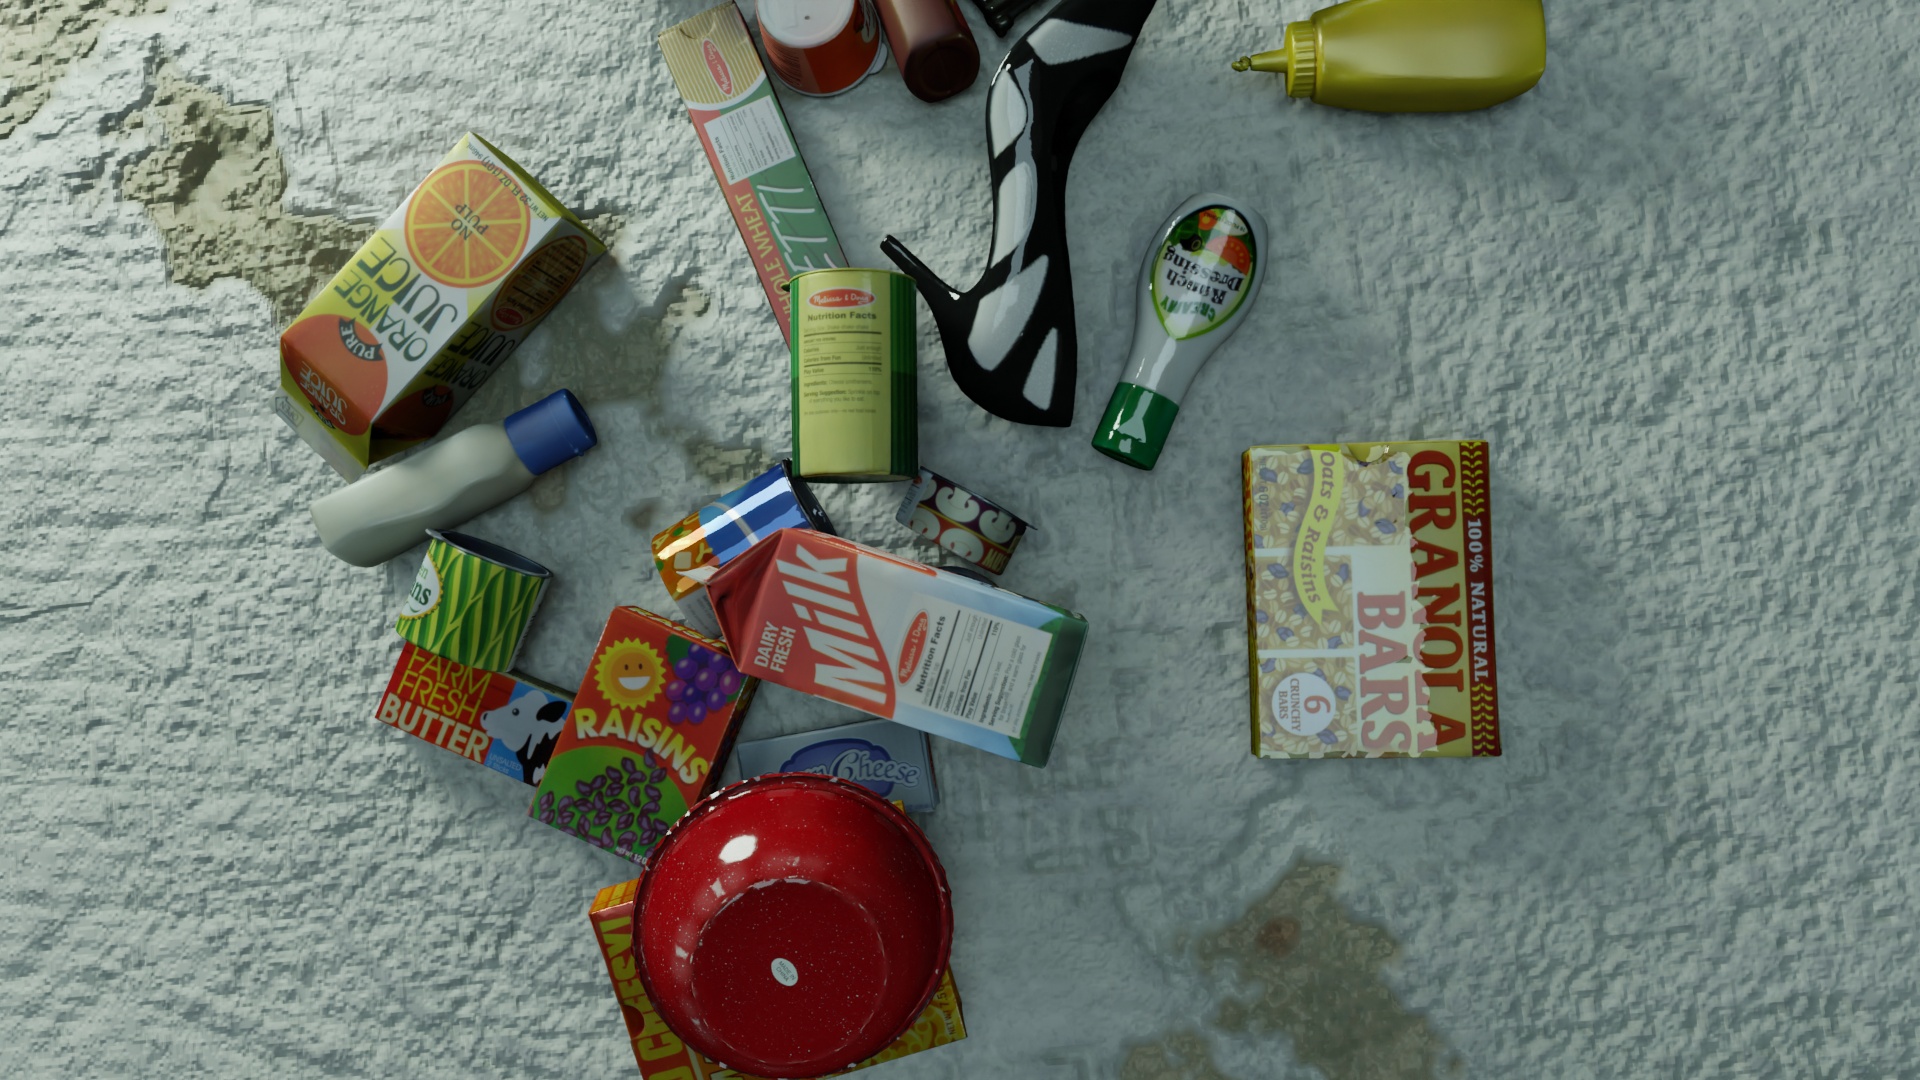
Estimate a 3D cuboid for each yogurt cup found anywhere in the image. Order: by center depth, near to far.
[{"bbox_3d":[-0.081,-0.287,0.767,0.072,0.054,0.072,0,86,5],"label":"yogurt cup"}]

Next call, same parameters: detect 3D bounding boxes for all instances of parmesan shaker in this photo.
[{"bbox_3d":[-0.057,-0.082,0.717,0.071,0.071,0.103,-1,87,4],"label":"parmesan shaker"}]

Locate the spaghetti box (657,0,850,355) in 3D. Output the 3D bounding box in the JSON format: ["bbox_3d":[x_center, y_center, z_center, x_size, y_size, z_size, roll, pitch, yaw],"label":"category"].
[{"bbox_3d":[-0.099,-0.177,0.774,0.050,0.028,0.250,-23,85,3],"label":"spaghetti box"}]

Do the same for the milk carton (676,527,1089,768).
[{"bbox_3d":[-0.040,0.043,0.672,0.191,0.072,0.073,17,90,2],"label":"milk carton"}]

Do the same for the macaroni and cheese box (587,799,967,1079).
[{"bbox_3d":[-0.093,0.219,0.723,0.166,0.040,0.123,-16,98,-3],"label":"macaroni and cheese box"}]

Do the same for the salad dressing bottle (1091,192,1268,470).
[{"bbox_3d":[0.116,-0.111,0.746,0.064,0.044,0.147,23,89,4],"label":"salad dressing bottle"}]

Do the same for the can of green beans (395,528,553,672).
[{"bbox_3d":[-0.264,0.033,0.755,0.071,0.071,0.058,23,89,5],"label":"can of green beans"}]

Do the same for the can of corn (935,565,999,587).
[{"bbox_3d":[-0.007,0.047,0.738,0.071,0.058,0.071,0,87,4],"label":"can of corn"}]

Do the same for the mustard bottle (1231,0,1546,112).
[{"bbox_3d":[0.226,-0.262,0.744,0.160,0.049,0.065,-2,86,5],"label":"mustard bottle"}]

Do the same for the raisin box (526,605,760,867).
[{"bbox_3d":[-0.169,0.107,0.757,0.086,0.040,0.123,22,90,6],"label":"raisin box"}]

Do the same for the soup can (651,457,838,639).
[{"bbox_3d":[-0.114,0.003,0.747,0.084,0.071,0.071,-30,85,3],"label":"soup can"}]

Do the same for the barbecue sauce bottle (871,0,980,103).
[{"bbox_3d":[-0.035,-0.319,0.763,0.043,0.065,0.149,-22,77,3],"label":"barbecue sauce bottle"}]

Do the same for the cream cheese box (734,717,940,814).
[{"bbox_3d":[-0.066,0.127,0.755,0.104,0.024,0.053,-10,85,4],"label":"cream cheese box"}]

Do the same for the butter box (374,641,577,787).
[{"bbox_3d":[-0.266,0.094,0.773,0.103,0.024,0.053,21,88,5],"label":"butter box"}]

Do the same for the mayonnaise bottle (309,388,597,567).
[{"bbox_3d":[-0.275,-0.035,0.764,0.148,0.064,0.041,-27,81,-2],"label":"mayonnaise bottle"}]

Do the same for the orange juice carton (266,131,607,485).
[{"bbox_3d":[-0.294,-0.122,0.764,0.072,0.073,0.192,43,91,5],"label":"orange juice carton"}]

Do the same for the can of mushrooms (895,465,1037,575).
[{"bbox_3d":[0.003,-0.009,0.737,0.071,0.071,0.033,28,90,5],"label":"can of mushrooms"}]

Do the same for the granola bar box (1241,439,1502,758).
[{"bbox_3d":[0.214,0.031,0.732,0.124,0.039,0.165,-1,87,4],"label":"granola bar box"}]
